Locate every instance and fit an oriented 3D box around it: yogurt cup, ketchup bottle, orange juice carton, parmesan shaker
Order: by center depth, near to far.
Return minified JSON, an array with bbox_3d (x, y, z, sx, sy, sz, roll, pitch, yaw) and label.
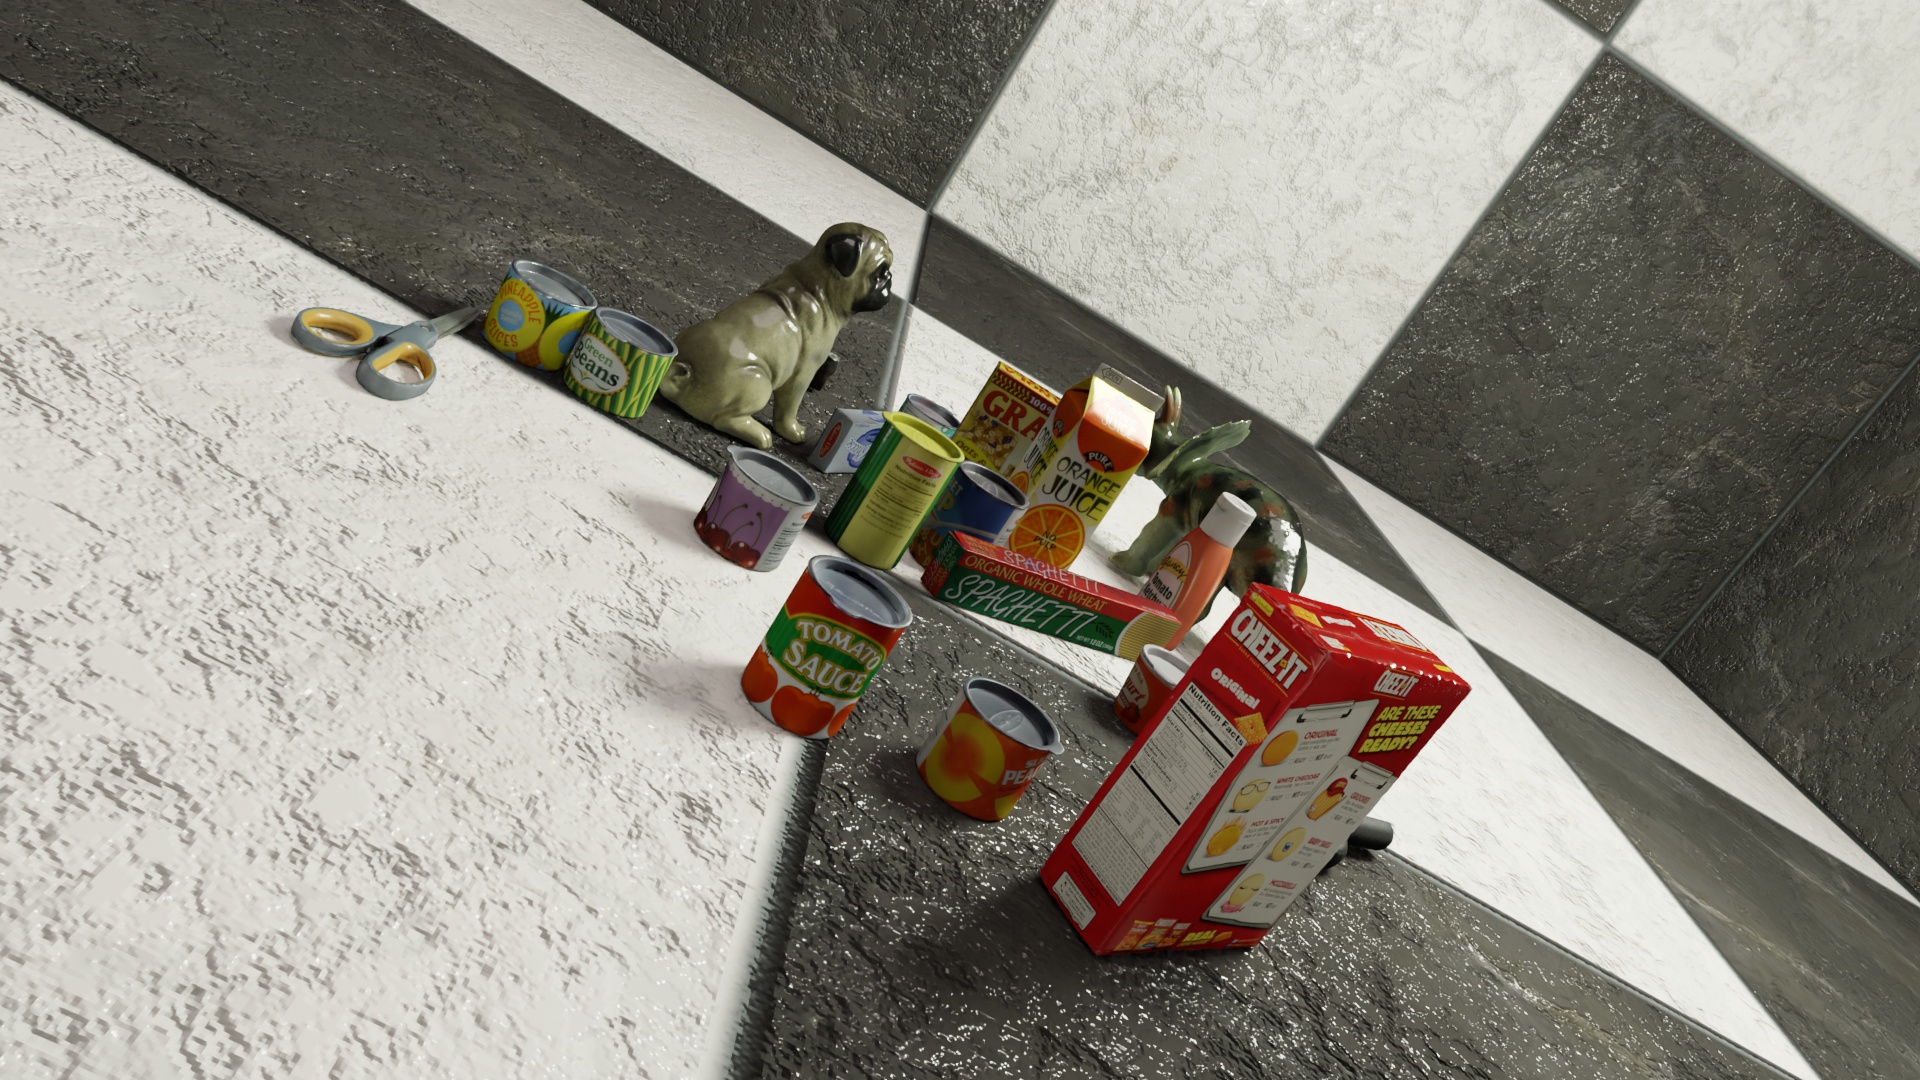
[{"bbox_3d":[-0.054,-0.039,1.054,0.071,0.102,0.071,30,18,-10],"label":"parmesan shaker"},{"bbox_3d":[0.154,0.121,1.067,0.072,0.053,0.072,30,18,-10],"label":"yogurt cup"},{"bbox_3d":[0.101,-0.062,1.232,0.072,0.192,0.073,27,18,-19],"label":"orange juice carton"},{"bbox_3d":[0.211,0.026,1.260,0.043,0.148,0.065,23,20,-29],"label":"ketchup bottle"}]

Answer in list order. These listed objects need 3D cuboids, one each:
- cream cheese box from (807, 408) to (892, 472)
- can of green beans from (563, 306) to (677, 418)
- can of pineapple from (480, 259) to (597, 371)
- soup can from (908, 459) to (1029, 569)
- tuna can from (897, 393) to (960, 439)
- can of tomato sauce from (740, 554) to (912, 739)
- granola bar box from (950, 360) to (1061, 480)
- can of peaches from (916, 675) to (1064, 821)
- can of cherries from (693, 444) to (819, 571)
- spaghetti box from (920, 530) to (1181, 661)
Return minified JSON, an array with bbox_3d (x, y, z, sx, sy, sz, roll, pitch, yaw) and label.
[{"bbox_3d":[-0.087,-0.086,1.204,0.024,0.053,0.104,39,19,19],"label":"cream cheese box"},{"bbox_3d":[-0.254,-0.132,1.035,0.071,0.057,0.071,30,18,-10],"label":"can of green beans"},{"bbox_3d":[-0.312,-0.166,1.024,0.071,0.057,0.071,30,18,-10],"label":"can of pineapple"},{"bbox_3d":[0.004,-0.014,1.119,0.071,0.083,0.071,30,18,-10],"label":"soup can"},{"bbox_3d":[-0.033,-0.119,1.419,0.071,0.032,0.071,30,18,-10],"label":"tuna can"},{"bbox_3d":[-0.077,0.061,0.784,0.071,0.083,0.071,30,18,-10],"label":"can of tomato sauce"},{"bbox_3d":[0.074,-0.076,1.337,0.165,0.124,0.039,31,17,-4],"label":"granola bar box"},{"bbox_3d":[0.017,0.124,0.819,0.071,0.058,0.071,30,18,-10],"label":"can of peaches"},{"bbox_3d":[-0.140,-0.022,0.938,0.071,0.058,0.072,30,18,-10],"label":"can of cherries"},{"bbox_3d":[0.078,0.050,1.132,0.250,0.050,0.029,19,22,-37],"label":"spaghetti box"}]
